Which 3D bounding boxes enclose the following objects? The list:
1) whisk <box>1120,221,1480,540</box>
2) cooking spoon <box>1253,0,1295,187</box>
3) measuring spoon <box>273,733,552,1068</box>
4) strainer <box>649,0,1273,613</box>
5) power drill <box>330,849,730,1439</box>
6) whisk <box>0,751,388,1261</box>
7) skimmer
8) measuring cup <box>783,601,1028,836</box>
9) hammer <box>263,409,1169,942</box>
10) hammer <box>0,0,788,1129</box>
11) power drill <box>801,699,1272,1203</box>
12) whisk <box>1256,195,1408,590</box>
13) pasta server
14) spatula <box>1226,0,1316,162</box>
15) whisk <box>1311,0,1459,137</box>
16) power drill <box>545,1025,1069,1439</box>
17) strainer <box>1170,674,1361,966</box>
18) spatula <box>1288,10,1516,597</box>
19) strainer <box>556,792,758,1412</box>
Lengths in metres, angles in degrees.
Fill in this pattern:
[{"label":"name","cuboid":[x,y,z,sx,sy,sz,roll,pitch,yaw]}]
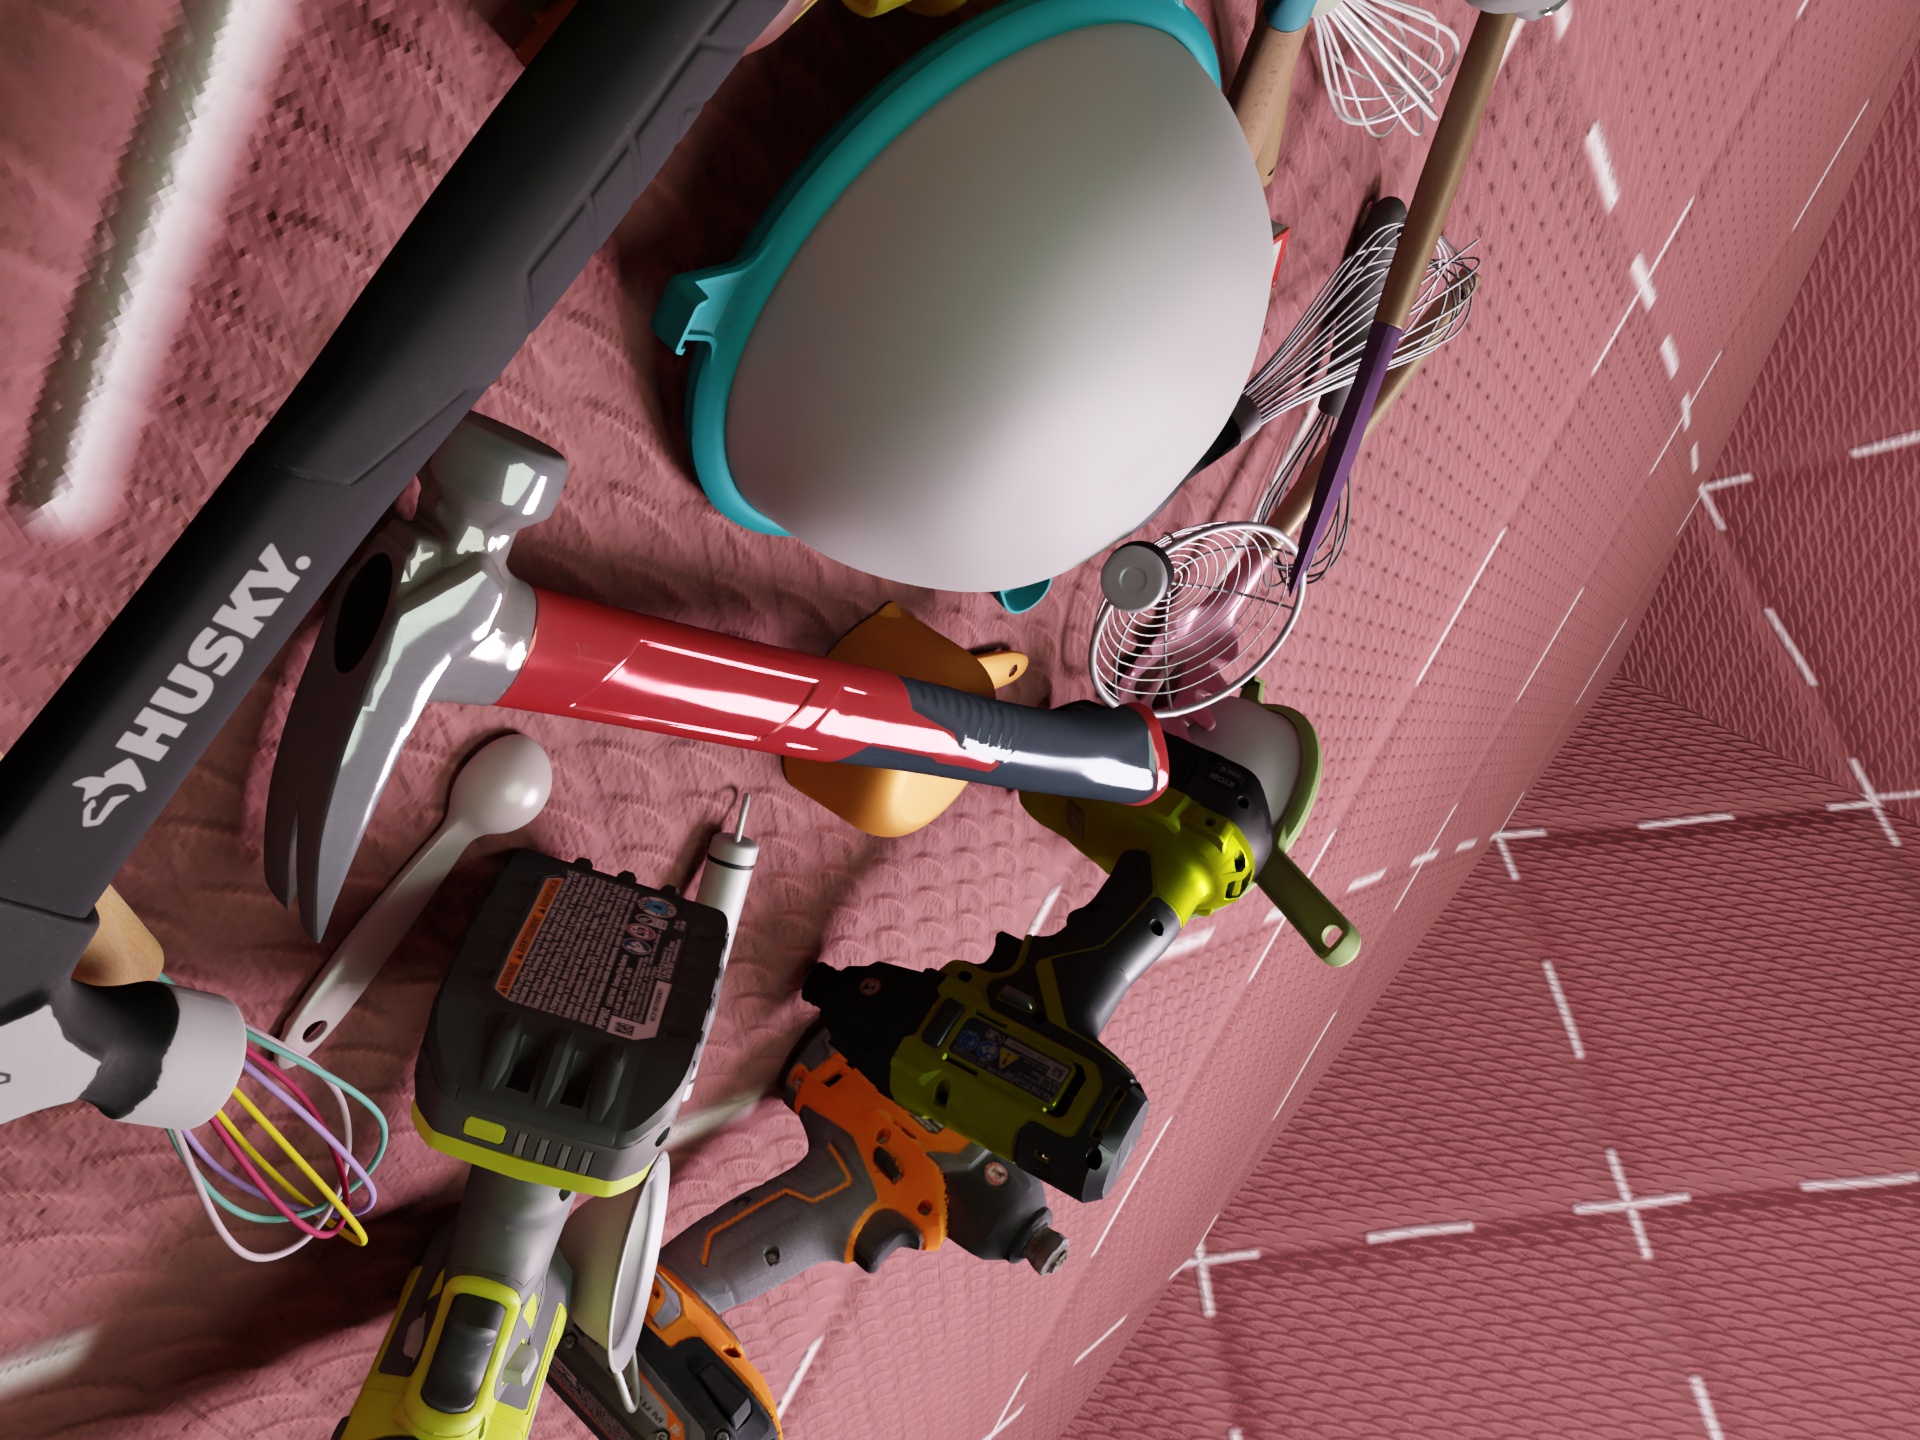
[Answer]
[{"label":"whisk","cuboid":[0.156,-0.164,0.782,0.284,0.070,0.070,-37,150,-20]},{"label":"cooking spoon","cuboid":[0.113,-0.262,0.547,0.069,0.017,0.318,-50,170,-1]},{"label":"measuring spoon","cuboid":[-0.166,0.058,0.488,0.124,0.018,0.034,-54,156,-7]},{"label":"strainer","cuboid":[0.033,-0.087,0.554,0.211,0.095,0.340,-38,161,-7]},{"label":"power drill","cuboid":[-0.150,0.176,0.506,0.191,0.080,0.228,-95,-155,-71]},{"label":"whisk","cuboid":[-0.202,0.077,0.407,0.051,0.047,0.244,-24,141,-15]},{"label":"skimmer","cuboid":[0.103,-0.040,0.699,0.127,0.090,0.363,-39,179,10]},{"label":"measuring cup","cuboid":[-0.001,-0.002,0.687,0.173,0.052,0.095,-16,133,-54]},{"label":"hammer","cuboid":[-0.043,0.012,0.551,0.386,0.038,0.143,12,107,-53]},{"label":"hammer","cuboid":[-0.121,-0.062,0.313,0.335,0.035,0.146,-52,143,2]},{"label":"power drill","cuboid":[0.043,0.101,0.780,0.223,0.171,0.080,-53,157,-33]},{"label":"whisk","cuboid":[0.212,-0.178,0.903,0.055,0.055,0.238,-32,141,-44]},{"label":"pasta server","cuboid":[0.186,-0.113,0.880,0.316,0.060,0.040,-54,-163,11]},{"label":"spatula","cuboid":[0.102,-0.236,0.533,0.082,0.044,0.317,-22,177,0]},{"label":"whisk","cuboid":[0.148,-0.291,0.637,0.059,0.058,0.246,-30,164,28]},{"label":"power drill","cuboid":[-0.066,0.254,0.740,0.226,0.164,0.084,-37,149,-35]},{"label":"strainer","cuboid":[0.146,0.057,0.896,0.069,0.257,0.151,38,99,-23]},{"label":"spatula","cuboid":[0.205,-0.206,0.731,0.060,0.018,0.316,-22,130,-79]},{"label":"strainer","cuboid":[-0.120,0.151,0.635,0.087,0.050,0.258,-71,178,-84]}]
